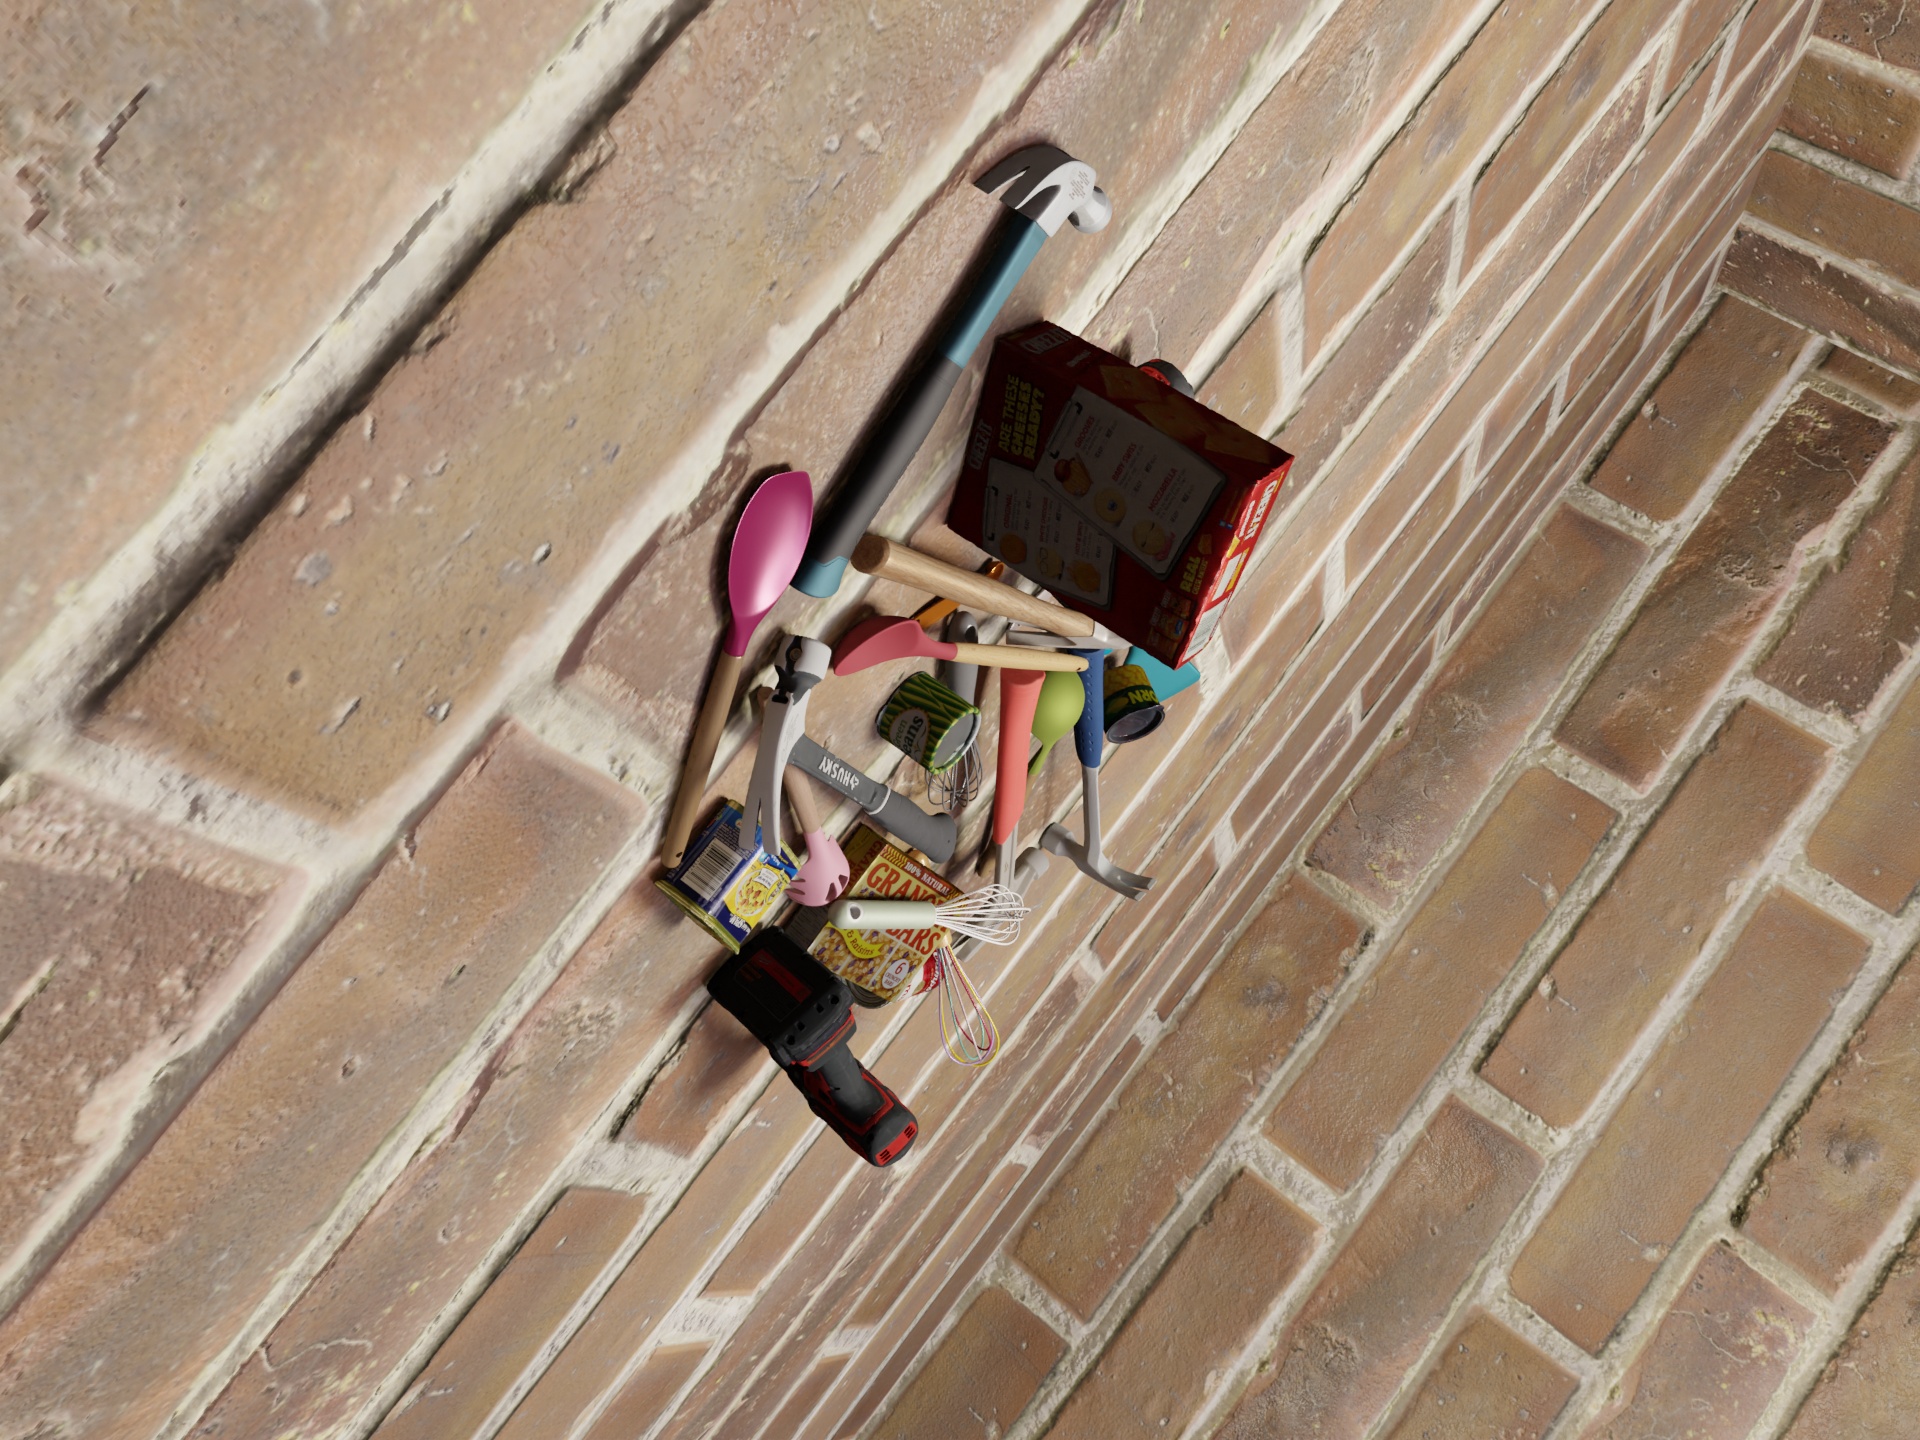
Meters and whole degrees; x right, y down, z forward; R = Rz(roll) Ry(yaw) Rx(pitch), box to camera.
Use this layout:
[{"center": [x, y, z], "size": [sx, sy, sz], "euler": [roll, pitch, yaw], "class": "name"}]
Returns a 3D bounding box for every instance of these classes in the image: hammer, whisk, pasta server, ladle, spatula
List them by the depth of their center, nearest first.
[{"center": [-0.014, -0.223, 1.038], "size": [0.331, 0.033, 0.128], "euler": [-57, 159, 7], "class": "hammer"}, {"center": [0.030, -0.093, 1.224], "size": [0.331, 0.130, 0.031], "euler": [13, 80, -53], "class": "hammer"}, {"center": [-0.127, 0.065, 1.244], "size": [0.060, 0.040, 0.316], "euler": [-45, 153, -22], "class": "pasta server"}, {"center": [-0.073, 0.063, 1.257], "size": [0.408, 0.036, 0.149], "euler": [44, 59, -68], "class": "hammer"}, {"center": [0.010, -0.053, 1.266], "size": [0.069, 0.031, 0.315], "euler": [-38, 156, 31], "class": "ladle"}, {"center": [-0.004, -0.005, 1.376], "size": [0.055, 0.055, 0.238], "euler": [-40, 150, -33], "class": "whisk"}, {"center": [-0.026, 0.175, 1.430], "size": [0.059, 0.058, 0.246], "euler": [-20, 161, 40], "class": "whisk"}, {"center": [0.041, 0.081, 1.505], "size": [0.149, 0.037, 0.358], "euler": [-44, 153, -32], "class": "hammer"}, {"center": [-0.009, 0.236, 1.563], "size": [0.051, 0.047, 0.244], "euler": [-37, 119, -45], "class": "whisk"}, {"center": [0.055, 0.058, 1.606], "size": [0.078, 0.062, 0.320], "euler": [-44, 164, -40], "class": "ladle"}, {"center": [0.181, -0.091, 1.626], "size": [0.082, 0.044, 0.317], "euler": [-28, 157, 6], "class": "spatula"}, {"center": [0.141, 0.050, 1.669], "size": [0.035, 0.144, 0.405], "euler": [-44, 150, -25], "class": "hammer"}]

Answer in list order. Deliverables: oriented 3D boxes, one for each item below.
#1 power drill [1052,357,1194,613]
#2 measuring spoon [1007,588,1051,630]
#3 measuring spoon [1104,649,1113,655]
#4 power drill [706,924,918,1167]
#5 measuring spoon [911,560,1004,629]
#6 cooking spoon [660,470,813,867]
[{"center": [0.124, -0.184, 1.322], "size": [0.143, 0.079, 0.219], "euler": [-36, 150, -20], "class": "power drill"}, {"center": [0.087, -0.115, 1.429], "size": [0.124, 0.018, 0.034], "euler": [-44, 156, -23], "class": "measuring spoon"}, {"center": [0.131, -0.093, 1.536], "size": [0.042, 0.021, 0.128], "euler": [-29, 154, 1], "class": "measuring spoon"}, {"center": [-0.136, 0.278, 1.388], "size": [0.080, 0.188, 0.226], "euler": [-42, 137, -18], "class": "power drill"}, {"center": [-0.007, -0.099, 1.274], "size": [0.117, 0.011, 0.021], "euler": [-36, 152, -32], "class": "measuring spoon"}, {"center": [-0.157, -0.025, 1.054], "size": [0.068, 0.017, 0.318], "euler": [-20, 140, -49], "class": "cooking spoon"}]
